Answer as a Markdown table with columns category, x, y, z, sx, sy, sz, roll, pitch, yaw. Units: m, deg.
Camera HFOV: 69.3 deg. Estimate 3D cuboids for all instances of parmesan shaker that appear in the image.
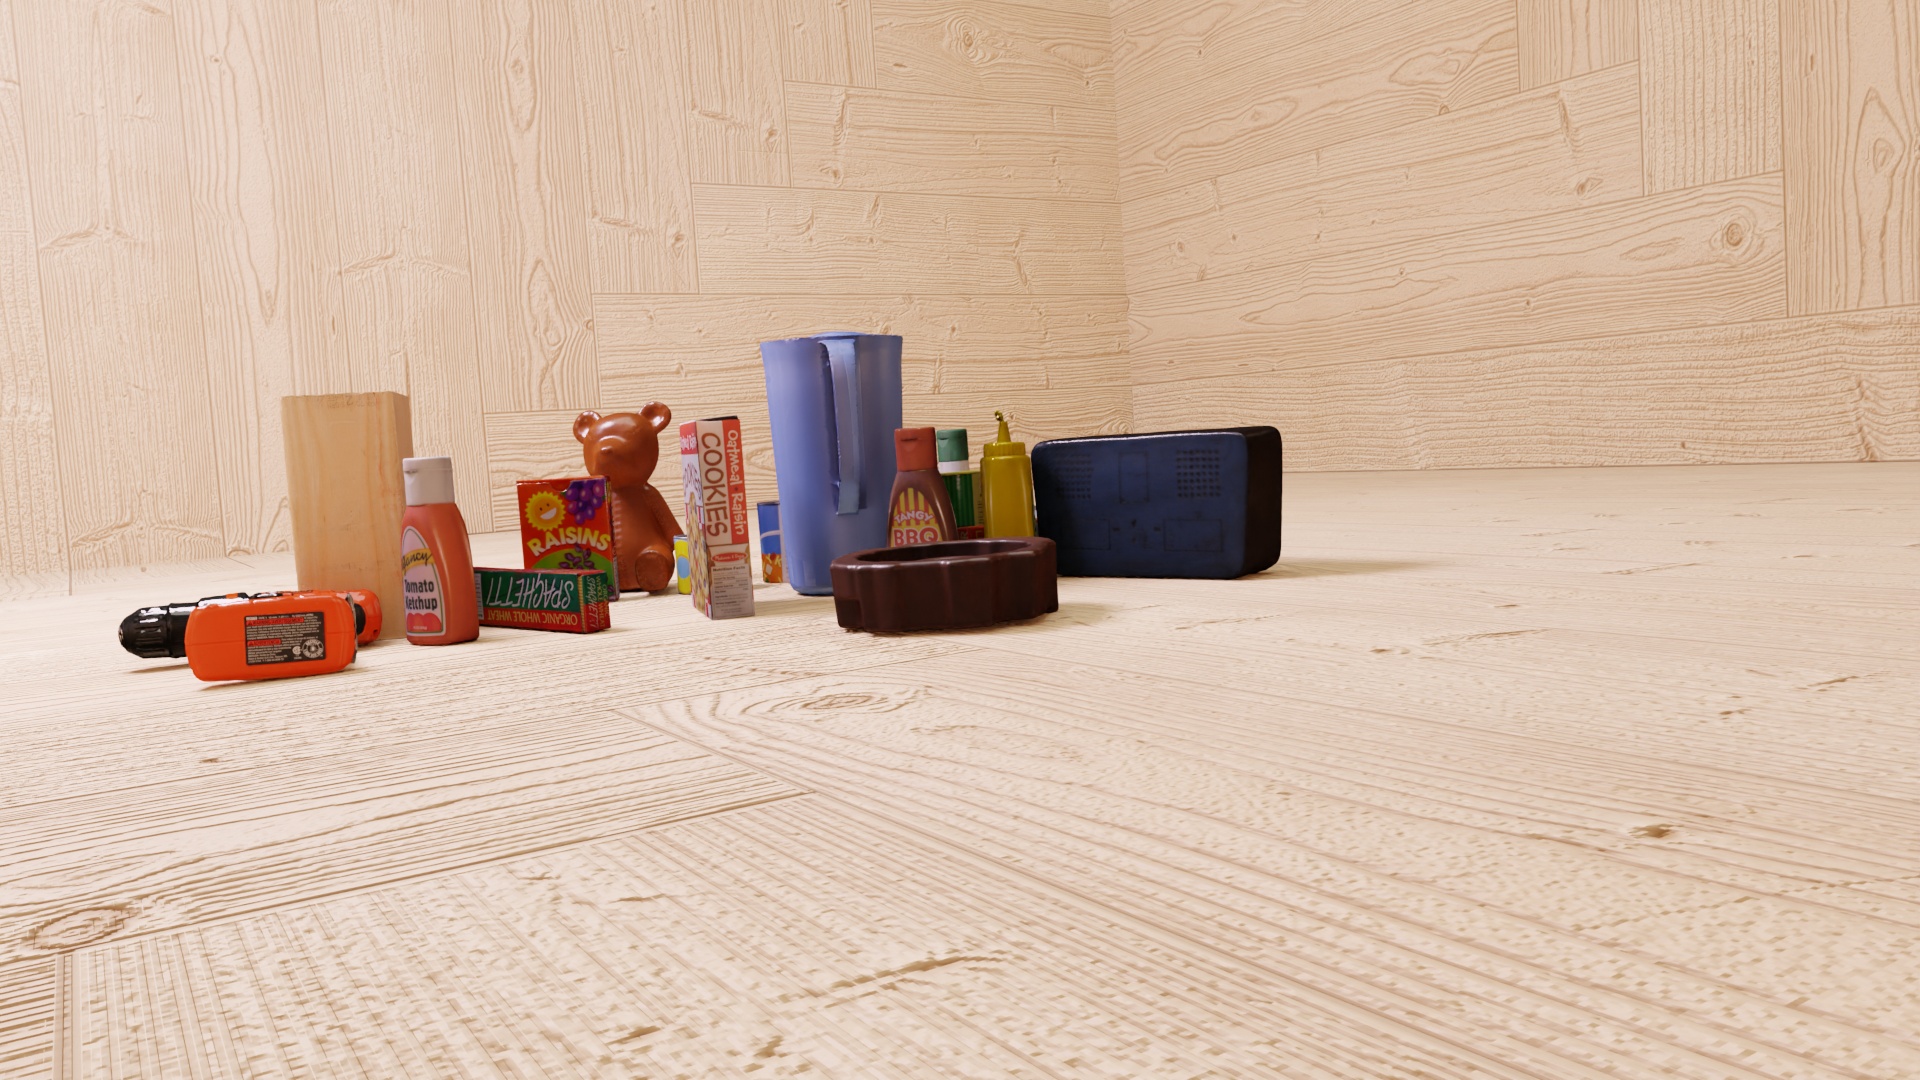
| category | x | y | z | sx | sy | sz | roll | pitch | yaw |
| --- | --- | --- | --- | --- | --- | --- | --- | --- | --- |
| parmesan shaker | 0.005 | -0.017 | 1.388 | 0.071 | 0.103 | 0.071 | -4 | 4 | 0 |

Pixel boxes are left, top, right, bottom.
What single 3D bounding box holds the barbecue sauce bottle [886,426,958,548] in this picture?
| category | x | y | z | sx | sy | sz | roll | pitch | yaw |
| --- | --- | --- | --- | --- | --- | --- | --- | --- | --- |
| barbecue sauce bottle | -0.035 | -0.026 | 1.232 | 0.065 | 0.148 | 0.044 | -2 | 4 | 19 |

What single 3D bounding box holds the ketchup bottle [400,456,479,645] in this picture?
| category | x | y | z | sx | sy | sz | roll | pitch | yaw |
| --- | --- | --- | --- | --- | --- | --- | --- | --- | --- |
| ketchup bottle | -0.418 | 0.008 | 1.108 | 0.064 | 0.148 | 0.043 | -1 | 4 | 33 |

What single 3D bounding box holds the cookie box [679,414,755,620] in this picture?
| category | x | y | z | sx | sy | sz | roll | pitch | yaw |
| --- | --- | --- | --- | --- | --- | --- | --- | --- | --- |
| cookie box | -0.211 | -0.022 | 1.198 | 0.040 | 0.167 | 0.123 | -5 | 4 | -18 |

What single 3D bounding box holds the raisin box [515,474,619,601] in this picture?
| category | x | y | z | sx | sy | sz | roll | pitch | yaw |
| --- | --- | --- | --- | --- | --- | --- | --- | --- | --- |
| raisin box | -0.379 | 0.000 | 1.345 | 0.086 | 0.123 | 0.040 | -4 | 4 | -6 |

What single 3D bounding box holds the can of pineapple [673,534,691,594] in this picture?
| category | x | y | z | sx | sy | sz | roll | pitch | yaw |
| --- | --- | --- | --- | --- | --- | --- | --- | --- | --- |
| can of pineapple | -0.252 | 0.022 | 1.386 | 0.071 | 0.058 | 0.071 | -4 | 4 | 0 |

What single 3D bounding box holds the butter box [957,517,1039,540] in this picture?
| category | x | y | z | sx | sy | sz | roll | pitch | yaw |
| --- | --- | --- | --- | --- | --- | --- | --- | --- | --- |
| butter box | 0.045 | 0.008 | 1.348 | 0.104 | 0.053 | 0.024 | -6 | 5 | -34 |

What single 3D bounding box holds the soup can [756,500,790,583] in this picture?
| category | x | y | z | sx | sy | sz | roll | pitch | yaw |
| --- | --- | --- | --- | --- | --- | --- | --- | --- | --- |
| soup can | -0.177 | -0.001 | 1.450 | 0.071 | 0.083 | 0.071 | -4 | 4 | 0 |

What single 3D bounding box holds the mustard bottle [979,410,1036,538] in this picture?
| category | x | y | z | sx | sy | sz | roll | pitch | yaw |
| --- | --- | --- | --- | --- | --- | --- | --- | --- | --- |
| mustard bottle | 0.044 | -0.041 | 1.290 | 0.049 | 0.160 | 0.065 | -4 | 4 | -2 |

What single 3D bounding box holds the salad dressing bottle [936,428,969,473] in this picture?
| category | x | y | z | sx | sy | sz | roll | pitch | yaw |
| --- | --- | --- | --- | --- | --- | --- | --- | --- | --- |
| salad dressing bottle | -0.006 | -0.057 | 1.633 | 0.064 | 0.147 | 0.044 | 0 | 5 | 42 |

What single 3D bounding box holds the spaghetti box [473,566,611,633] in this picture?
| category | x | y | z | sx | sy | sz | roll | pitch | yaw |
| --- | --- | --- | --- | --- | --- | --- | --- | --- | --- |
| spaghetti box | -0.382 | 0.049 | 1.188 | 0.250 | 0.050 | 0.029 | 0 | 5 | 41 |

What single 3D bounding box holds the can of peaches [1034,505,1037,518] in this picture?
| category | x | y | z | sx | sy | sz | roll | pitch | yaw |
| --- | --- | --- | --- | --- | --- | --- | --- | --- | --- |
| can of peaches | 0.095 | -0.009 | 1.500 | 0.071 | 0.058 | 0.071 | -4 | 4 | 0 |
